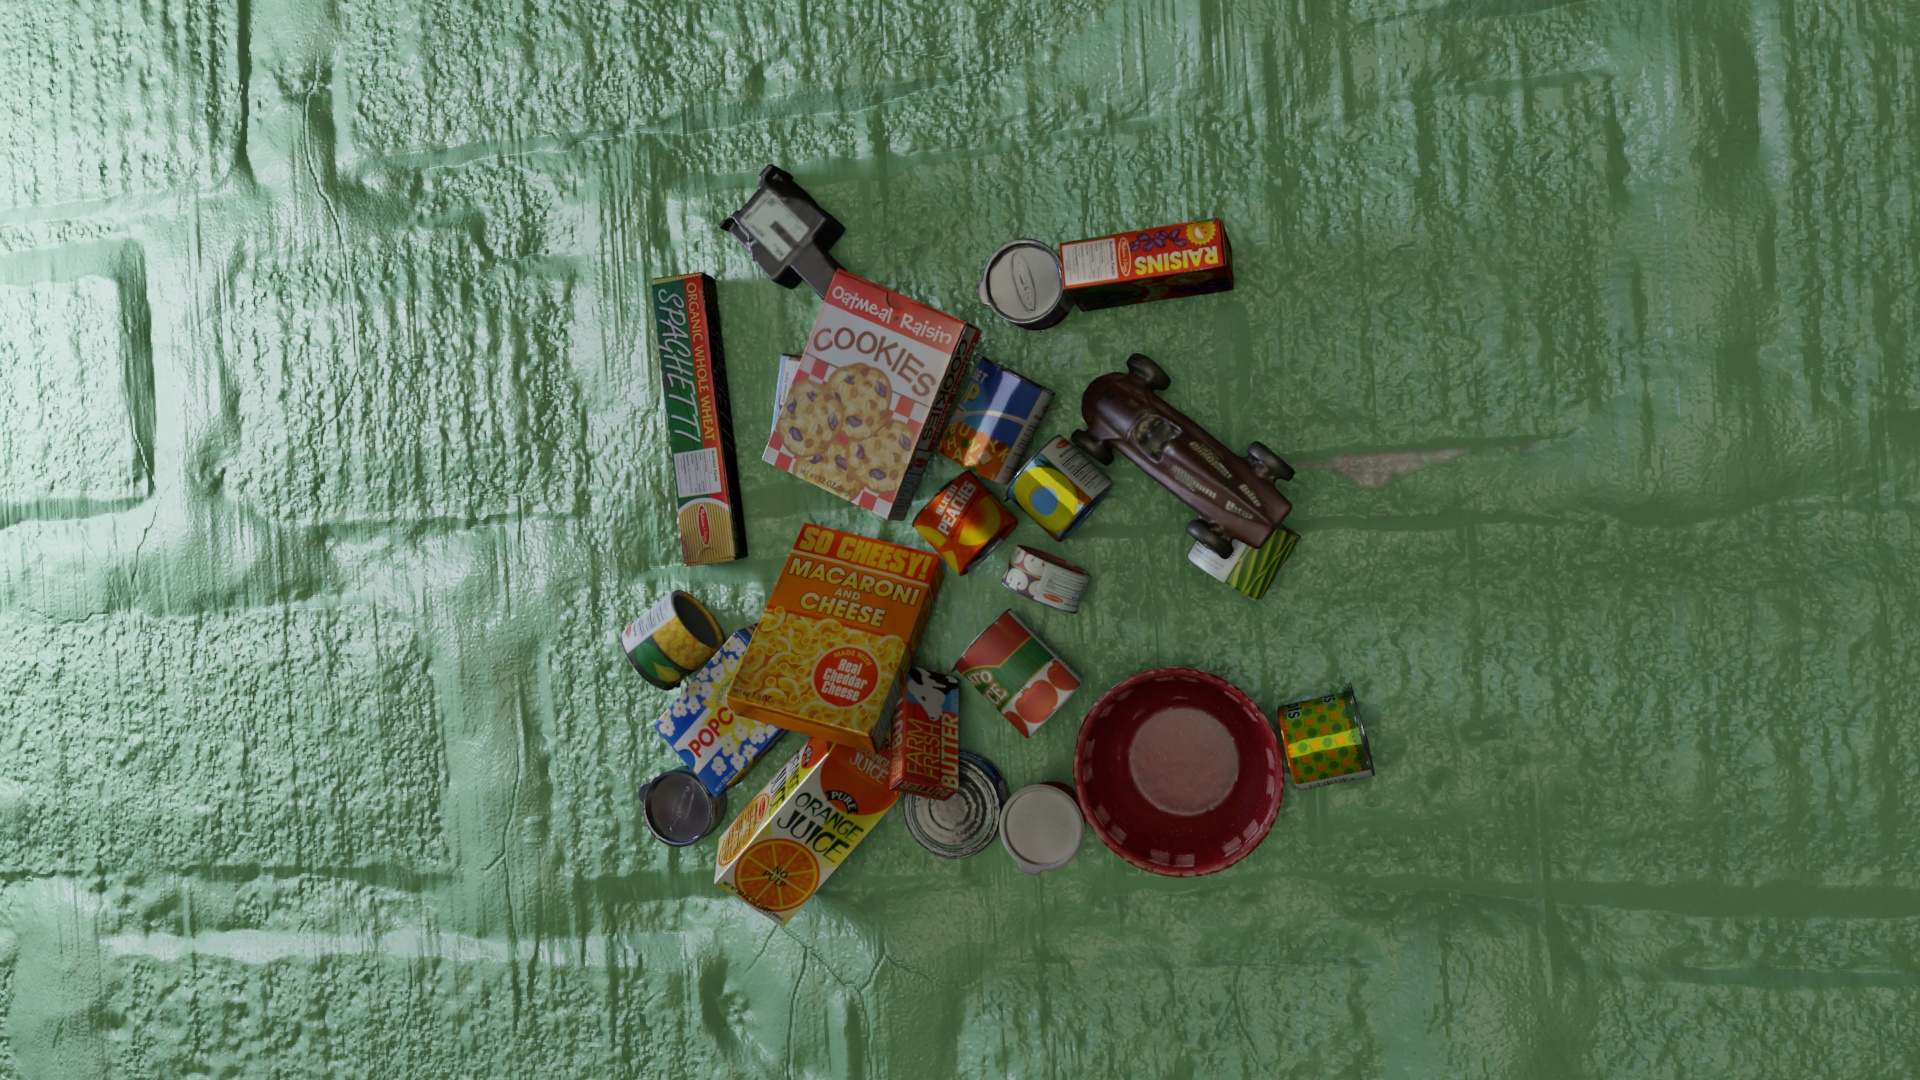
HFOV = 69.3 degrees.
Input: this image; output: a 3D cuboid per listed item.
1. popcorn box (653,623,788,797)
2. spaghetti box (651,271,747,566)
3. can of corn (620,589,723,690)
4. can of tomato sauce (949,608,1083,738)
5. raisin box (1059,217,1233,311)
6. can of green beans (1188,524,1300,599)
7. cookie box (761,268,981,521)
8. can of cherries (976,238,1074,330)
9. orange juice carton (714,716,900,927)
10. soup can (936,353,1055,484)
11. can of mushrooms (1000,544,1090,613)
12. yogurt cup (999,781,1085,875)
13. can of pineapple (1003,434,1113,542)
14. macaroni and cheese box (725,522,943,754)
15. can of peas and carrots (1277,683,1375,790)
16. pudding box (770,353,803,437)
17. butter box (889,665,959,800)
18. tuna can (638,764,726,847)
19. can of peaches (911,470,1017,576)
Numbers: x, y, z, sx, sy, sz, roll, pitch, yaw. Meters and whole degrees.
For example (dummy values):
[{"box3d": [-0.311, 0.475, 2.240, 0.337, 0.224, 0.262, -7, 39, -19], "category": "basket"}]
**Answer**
[{"box3d": [-0.189, 0.143, 1.173, 0.085, 0.038, 0.126, 46, 112, 9], "category": "popcorn box"}, {"box3d": [-0.224, -0.104, 1.195, 0.050, 0.029, 0.250, -7, 89, 15], "category": "spaghetti box"}, {"box3d": [-0.243, 0.086, 1.185, 0.058, 0.071, 0.071, -38, 82, 12], "category": "can of corn"}, {"box3d": [0.045, 0.108, 1.109, 0.083, 0.071, 0.071, 44, 101, 9], "category": "can of tomato sauce"}, {"box3d": [0.145, -0.211, 1.069, 0.123, 0.086, 0.040, -6, 85, 15], "category": "raisin box"}, {"box3d": [0.217, 0.005, 1.064, 0.071, 0.071, 0.057, 32, 99, 12], "category": "can of green beans"}, {"box3d": [-0.072, -0.116, 1.112, 0.123, 0.040, 0.167, 25, 97, 19], "category": "cookie box"}, {"box3d": [0.053, -0.203, 1.108, 0.071, 0.058, 0.071, 1, 92, 14], "category": "can of cherries"}, {"box3d": [-0.114, 0.214, 1.137, 0.072, 0.073, 0.192, 38, 101, -17], "category": "orange juice carton"}, {"box3d": [0.025, -0.097, 1.111, 0.071, 0.071, 0.083, 29, 98, 12], "category": "soup can"}, {"box3d": [0.067, 0.030, 1.104, 0.071, 0.071, 0.033, 23, 97, 13], "category": "can of mushrooms"}, {"box3d": [0.069, 0.224, 1.111, 0.072, 0.054, 0.072, 0, 91, 14], "category": "yogurt cup"}, {"box3d": [0.078, -0.040, 1.100, 0.058, 0.071, 0.071, 43, 101, 10], "category": "can of pineapple"}, {"box3d": [-0.098, 0.076, 1.116, 0.124, 0.040, 0.167, 14, 60, 13], "category": "macaroni and cheese box"}, {"box3d": [0.276, 0.149, 1.051, 0.058, 0.071, 0.071, -15, 87, 15], "category": "can of peas and carrots"}, {"box3d": [-0.130, -0.113, 1.170, 0.050, 0.030, 0.083, 8, 93, 13], "category": "pudding box"}, {"box3d": [-0.028, 0.153, 1.112, 0.024, 0.053, 0.104, -43, 37, 46], "category": "butter box"}, {"box3d": [-0.241, 0.228, 1.202, 0.071, 0.033, 0.071, 0, 91, 14], "category": "tuna can"}, {"box3d": [0.004, -0.014, 1.116, 0.071, 0.071, 0.058, -45, 82, 11], "category": "can of peaches"}]
